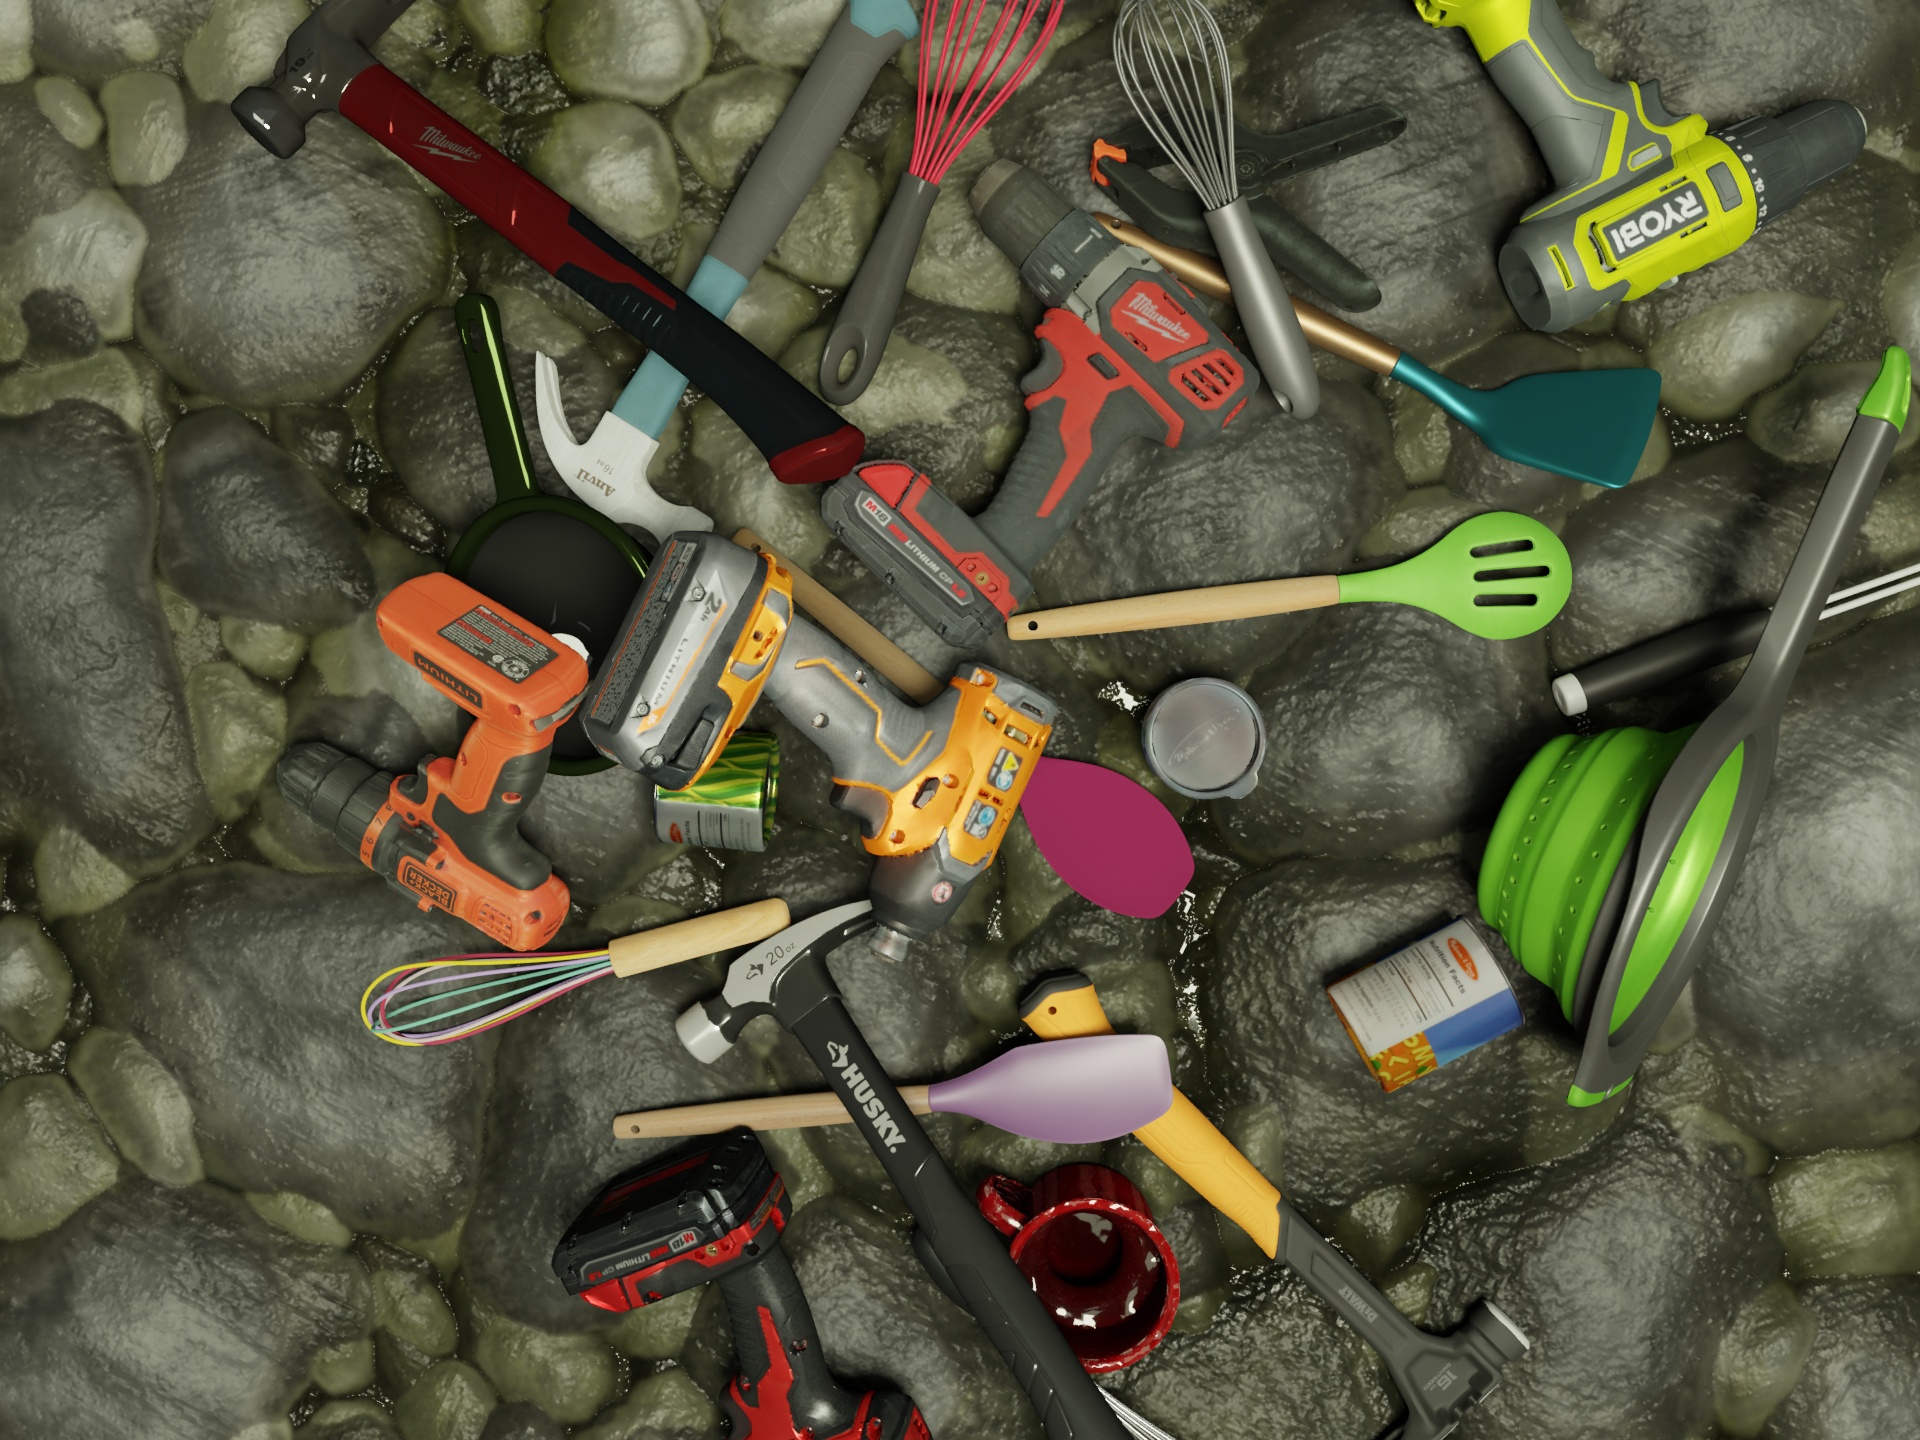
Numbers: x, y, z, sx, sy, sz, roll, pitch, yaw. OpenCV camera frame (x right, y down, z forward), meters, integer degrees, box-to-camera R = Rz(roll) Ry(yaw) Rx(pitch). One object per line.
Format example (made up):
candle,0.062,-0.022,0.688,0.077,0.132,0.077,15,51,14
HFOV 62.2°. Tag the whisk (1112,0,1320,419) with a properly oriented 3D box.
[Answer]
whisk,0.137,-0.262,0.808,0.055,0.055,0.238,-26,110,3

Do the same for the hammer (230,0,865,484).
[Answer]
hammer,-0.195,-0.260,0.831,0.386,0.038,0.143,38,80,10

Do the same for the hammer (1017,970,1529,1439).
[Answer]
hammer,0.154,0.272,0.887,0.337,0.034,0.127,45,92,0

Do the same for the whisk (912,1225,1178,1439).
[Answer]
whisk,0.077,0.385,0.884,0.070,0.070,0.284,-45,86,3

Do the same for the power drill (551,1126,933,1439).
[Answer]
power drill,-0.122,0.350,0.873,0.143,0.078,0.219,-26,96,18

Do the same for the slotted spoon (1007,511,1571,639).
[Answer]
slotted spoon,0.182,-0.067,0.877,0.314,0.031,0.070,-6,91,3

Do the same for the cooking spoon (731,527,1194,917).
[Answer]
cooking spoon,-0.001,-0.003,0.888,0.319,0.017,0.069,39,86,-1

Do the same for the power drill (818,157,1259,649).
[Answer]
power drill,0.024,-0.170,0.854,0.188,0.080,0.226,44,90,-1

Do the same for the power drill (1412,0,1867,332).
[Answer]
power drill,0.349,-0.344,0.837,0.190,0.080,0.228,-27,94,3

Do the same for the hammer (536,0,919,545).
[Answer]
hammer,-0.120,-0.260,0.874,0.128,0.033,0.331,31,93,-1

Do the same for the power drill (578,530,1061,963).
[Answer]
power drill,-0.070,0.019,0.801,0.226,0.084,0.164,27,84,-29

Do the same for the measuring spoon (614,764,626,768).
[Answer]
measuring spoon,-0.163,-0.023,0.892,0.034,0.018,0.124,43,92,0

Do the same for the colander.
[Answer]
colander,0.360,-0.004,0.810,0.095,0.204,0.397,25,100,35

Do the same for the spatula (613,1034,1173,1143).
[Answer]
spatula,-0.041,0.214,0.881,0.316,0.018,0.060,-7,97,9

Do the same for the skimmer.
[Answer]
skimmer,0.503,-0.057,0.835,0.363,0.090,0.127,-20,123,5

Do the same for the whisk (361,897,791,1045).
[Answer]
whisk,-0.216,0.137,0.889,0.245,0.051,0.047,-15,86,-1

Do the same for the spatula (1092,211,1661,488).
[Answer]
spatula,0.216,-0.212,0.861,0.317,0.044,0.082,25,69,2

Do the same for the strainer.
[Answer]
strainer,-0.215,-0.101,0.856,0.151,0.069,0.256,-10,97,26

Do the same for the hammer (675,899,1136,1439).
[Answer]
hammer,-0.009,0.243,0.825,0.146,0.035,0.335,-39,66,2

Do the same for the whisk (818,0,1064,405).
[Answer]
whisk,-0.013,-0.310,0.859,0.073,0.073,0.296,23,99,1
